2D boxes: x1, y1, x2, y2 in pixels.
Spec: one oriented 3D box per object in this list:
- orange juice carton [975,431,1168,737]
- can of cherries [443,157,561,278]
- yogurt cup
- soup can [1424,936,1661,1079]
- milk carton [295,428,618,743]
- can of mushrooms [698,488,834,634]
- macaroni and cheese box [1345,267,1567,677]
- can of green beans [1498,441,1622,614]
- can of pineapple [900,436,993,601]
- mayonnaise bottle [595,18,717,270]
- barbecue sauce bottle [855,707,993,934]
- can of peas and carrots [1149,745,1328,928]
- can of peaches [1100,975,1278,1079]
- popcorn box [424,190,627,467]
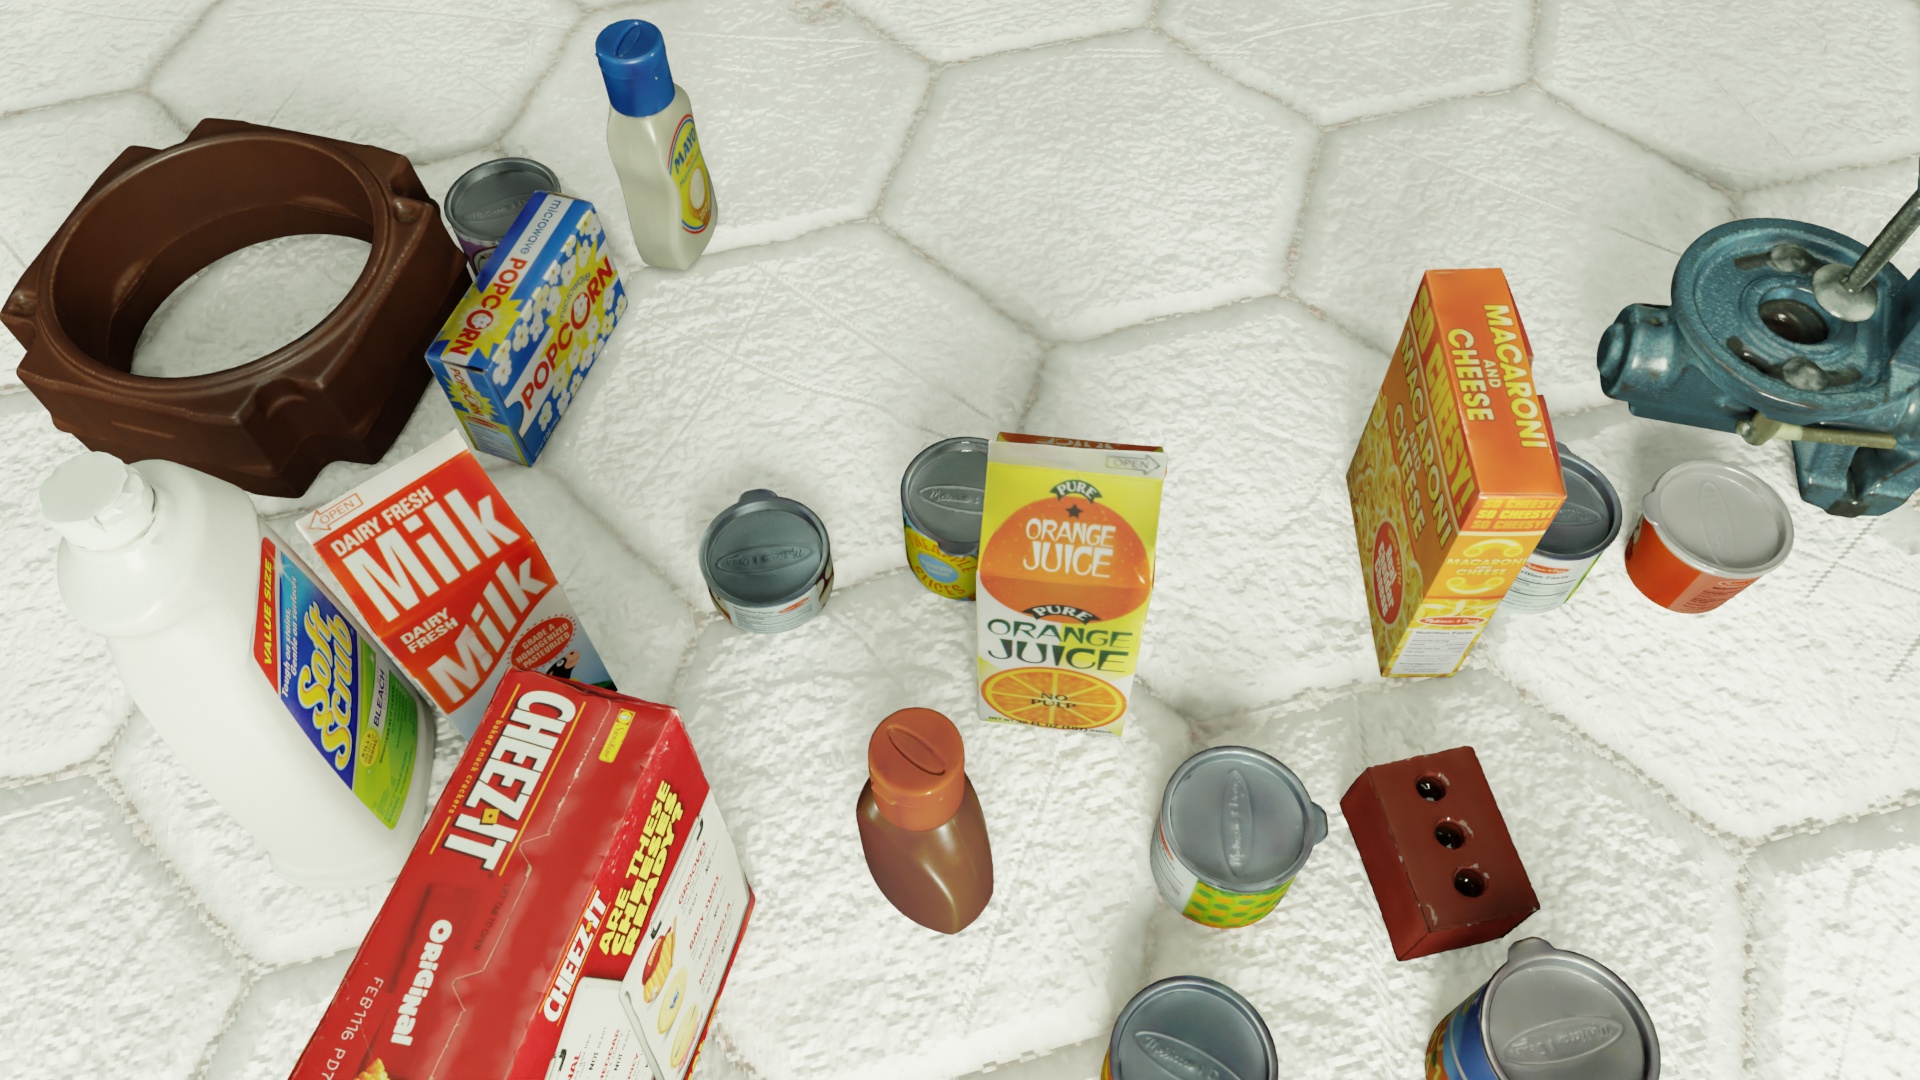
[{"bbox_3d":[0.047,0.014,0.615,0.072,0.191,0.073,6,59,5],"label":"orange juice carton"},{"bbox_3d":[-0.261,-0.179,0.817,0.071,0.058,0.072,0,58,1],"label":"can of cherries"},{"bbox_3d":[0.372,0.001,0.699,0.072,0.053,0.073,0,58,1],"label":"yogurt cup"},{"bbox_3d":[0.229,0.206,0.557,0.071,0.083,0.071,0,58,1],"label":"soup can"},{"bbox_3d":[-0.222,0.024,0.614,0.072,0.189,0.073,-36,65,-19],"label":"milk carton"},{"bbox_3d":[-0.099,0.011,0.712,0.071,0.033,0.071,0,58,1],"label":"can of mushrooms"},{"bbox_3d":[0.226,-0.027,0.653,0.040,0.165,0.124,-1,58,1],"label":"macaroni and cheese box"},{"bbox_3d":[0.289,-0.004,0.701,0.071,0.057,0.071,0,58,1],"label":"can of green beans"},{"bbox_3d":[0.003,-0.009,0.708,0.071,0.057,0.071,0,58,1],"label":"can of pineapple"},{"bbox_3d":[-0.173,-0.224,0.792,0.041,0.147,0.065,13,60,9],"label":"mayonnaise bottle"},{"bbox_3d":[-0.016,0.116,0.578,0.065,0.147,0.044,37,66,21],"label":"barbecue sauce bottle"},{"bbox_3d":[0.122,0.133,0.618,0.071,0.058,0.071,0,58,1],"label":"can of peas and carrots"},{"bbox_3d":[0.090,0.220,0.565,0.071,0.057,0.071,0,58,1],"label":"can of peaches"},{"bbox_3d":[-0.234,-0.117,0.763,0.038,0.084,0.127,15,60,10],"label":"popcorn box"}]
